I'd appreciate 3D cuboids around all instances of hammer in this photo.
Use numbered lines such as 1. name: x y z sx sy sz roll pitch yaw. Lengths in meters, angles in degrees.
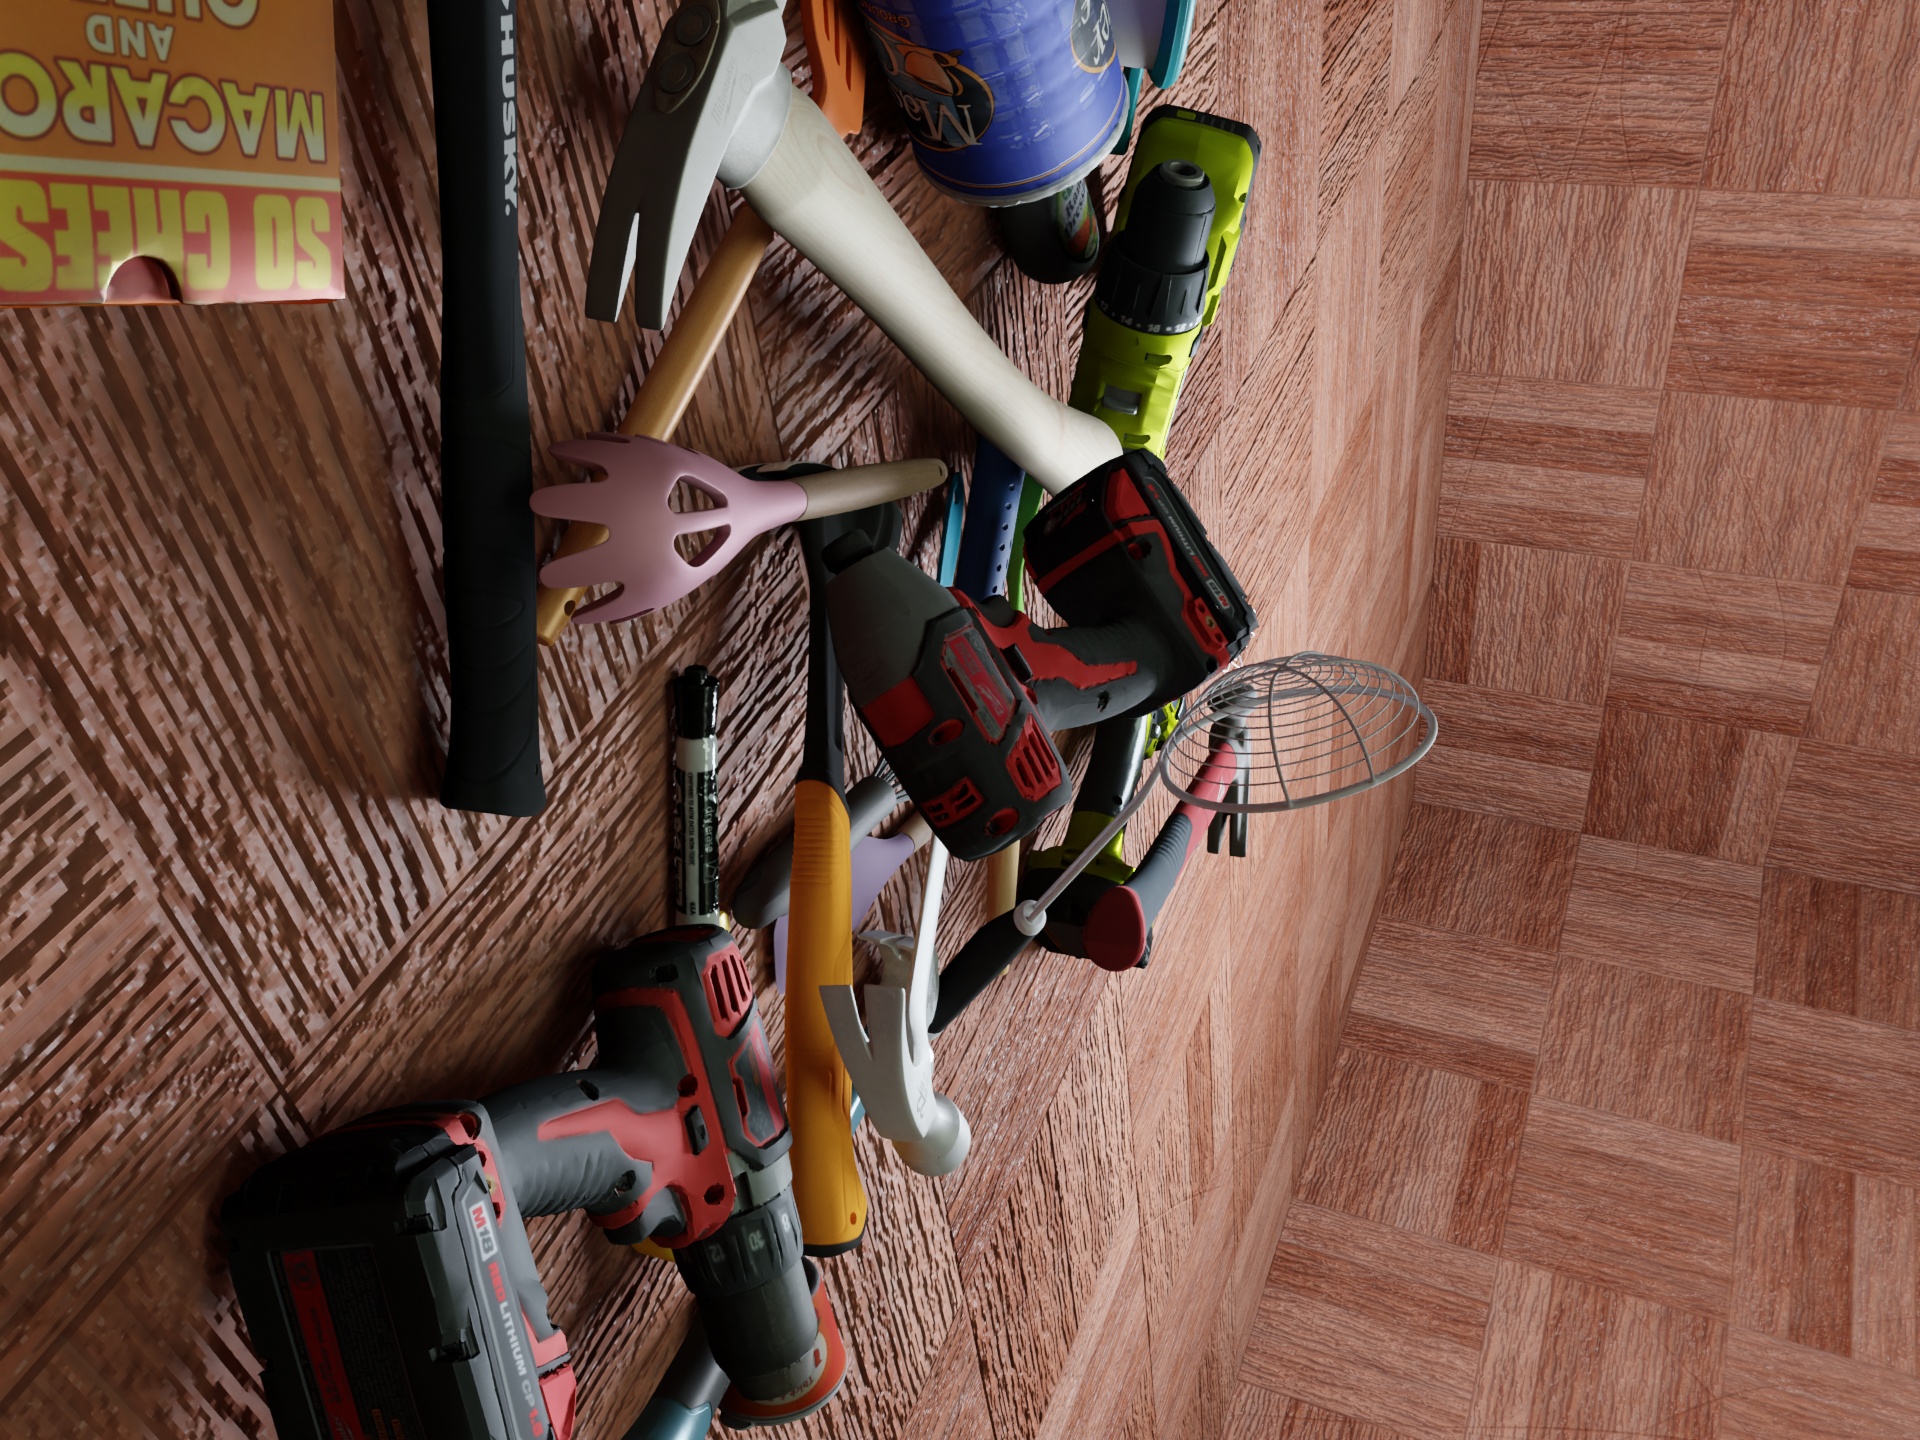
1. hammer: -0.062 0.058 0.682 0.127 0.034 0.337 9 80 -69
2. hammer: -0.072 0.218 0.755 0.331 0.033 0.128 -57 155 -57
3. hammer: -0.001 -0.002 0.765 0.143 0.035 0.406 69 25 -54
4. hammer: 0.152 0.092 1.095 0.386 0.038 0.143 -41 133 -64
5. hammer: -0.011 -0.156 0.684 0.410 0.038 0.146 28 79 -63
6. hammer: -0.137 -0.120 0.463 0.146 0.035 0.334 -82 178 -64

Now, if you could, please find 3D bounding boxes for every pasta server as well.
1. pasta server: -0.063 -0.086 0.608 0.316 0.040 0.060 -37 123 -70

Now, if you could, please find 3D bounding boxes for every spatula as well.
1. spatula: -0.094 -0.171 0.600 0.323 0.041 0.081 -67 156 -18
2. spatula: -0.021 0.056 0.886 0.316 0.018 0.059 -38 133 -57

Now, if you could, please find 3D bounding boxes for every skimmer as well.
1. skimmer: 0.090 0.089 0.824 0.363 0.090 0.127 -51 177 38

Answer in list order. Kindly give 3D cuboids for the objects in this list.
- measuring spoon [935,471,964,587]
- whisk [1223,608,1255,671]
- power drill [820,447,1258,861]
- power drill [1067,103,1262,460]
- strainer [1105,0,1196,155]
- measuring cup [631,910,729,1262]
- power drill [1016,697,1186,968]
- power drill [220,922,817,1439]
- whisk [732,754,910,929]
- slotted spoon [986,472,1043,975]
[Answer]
1. measuring spoon: -0.017 -0.076 0.845 0.042 0.021 0.129 53 42 -61
2. whisk: 0.171 -0.087 1.249 0.284 0.070 0.070 14 87 -63
3. power drill: 0.032 -0.042 0.709 0.219 0.078 0.143 -32 90 -49
4. power drill: 0.115 -0.259 0.908 0.229 0.080 0.190 -70 174 -46
5. strainer: 0.062 -0.395 0.807 0.340 0.095 0.211 94 -1 -76
6. measuring cup: -0.110 0.162 0.697 0.062 0.029 0.156 0 103 -68
7. power drill: 0.114 0.056 1.142 0.171 0.080 0.223 55 47 -61
8. power drill: -0.125 0.187 0.553 0.226 0.080 0.188 -23 99 -67
9. whisk: -0.040 0.039 0.796 0.239 0.055 0.055 -42 138 -51
10. slotted spoon: 0.029 -0.005 0.924 0.070 0.031 0.313 -126 -142 -80
